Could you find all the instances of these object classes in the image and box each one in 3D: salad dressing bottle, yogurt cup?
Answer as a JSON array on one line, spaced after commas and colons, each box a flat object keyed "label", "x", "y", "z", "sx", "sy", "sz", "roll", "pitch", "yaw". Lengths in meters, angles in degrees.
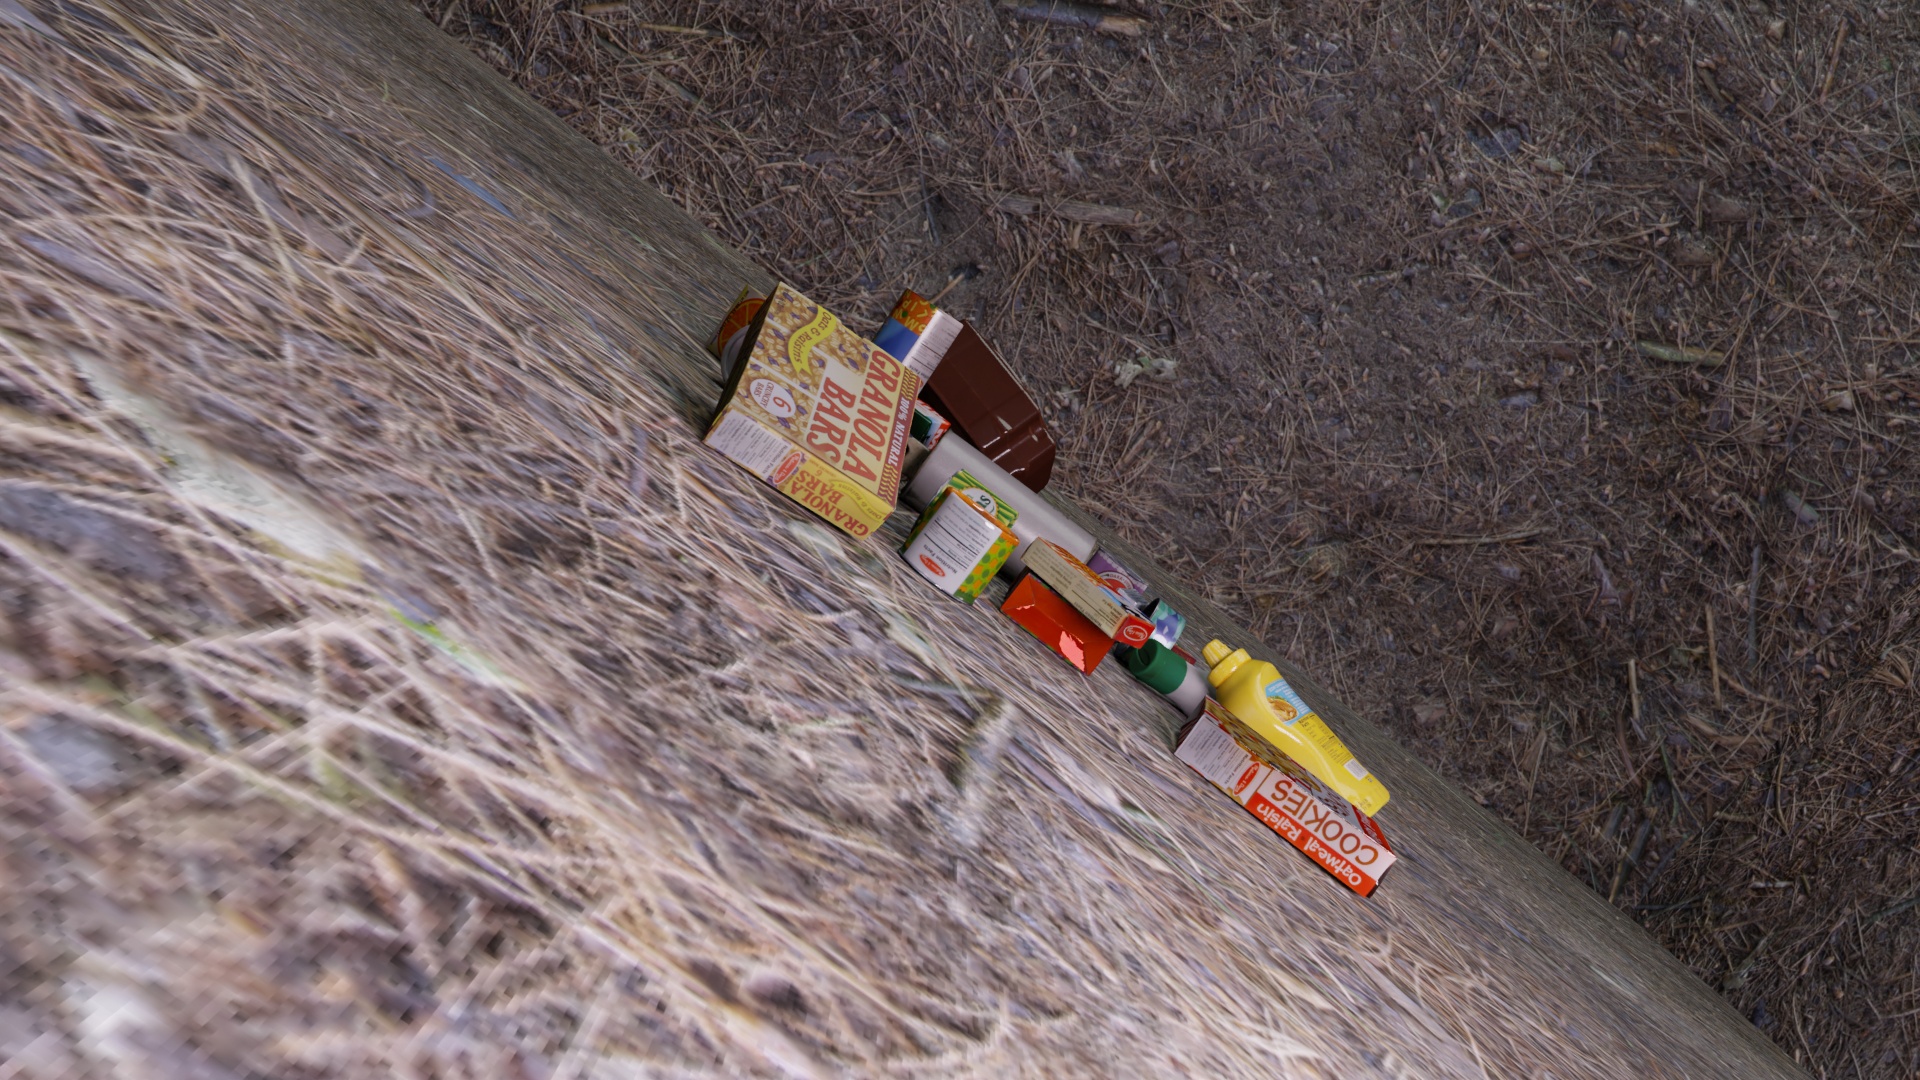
[{"label": "salad dressing bottle", "x": 0.211, "y": 0.136, "z": 1.224, "sx": 0.147, "sy": 0.044, "sz": 0.064, "roll": 33, "pitch": 17, "yaw": -26}, {"label": "yogurt cup", "x": -0.159, "y": -0.141, "z": 1.138, "sx": 0.072, "sy": 0.072, "sz": 0.054, "roll": 37, "pitch": -2, "yaw": -2}]

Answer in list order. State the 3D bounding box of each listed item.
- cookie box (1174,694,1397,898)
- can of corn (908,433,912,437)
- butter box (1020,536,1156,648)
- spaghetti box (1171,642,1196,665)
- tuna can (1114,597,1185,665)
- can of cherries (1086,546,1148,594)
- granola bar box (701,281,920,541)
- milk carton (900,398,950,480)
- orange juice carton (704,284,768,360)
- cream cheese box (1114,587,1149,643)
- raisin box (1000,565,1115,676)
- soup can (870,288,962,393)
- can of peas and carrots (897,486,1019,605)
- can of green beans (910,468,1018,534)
[{"label": "cookie box", "x": 0.240, "y": 0.188, "z": 1.039, "sx": 0.167, "sy": 0.040, "sz": 0.123, "roll": 37, "pitch": 7, "yaw": 9}, {"label": "can of corn", "x": -0.083, "y": -0.081, "z": 1.133, "sx": 0.071, "sy": 0.058, "sz": 0.071, "roll": 36, "pitch": 6, "yaw": -4}, {"label": "butter box", "x": 0.095, "y": 0.038, "z": 1.042, "sx": 0.104, "sy": 0.024, "sz": 0.053, "roll": 41, "pitch": 9, "yaw": 33}, {"label": "spaghetti box", "x": 0.141, "y": 0.071, "z": 1.378, "sx": 0.250, "sy": 0.028, "sz": 0.050, "roll": 32, "pitch": 9, "yaw": -34}, {"label": "tuna can", "x": 0.172, "y": 0.089, "z": 1.263, "sx": 0.033, "sy": 0.071, "sz": 0.071, "roll": 38, "pitch": 6, "yaw": -1}, {"label": "can of cherries", "x": 0.156, "y": 0.050, "z": 1.472, "sx": 0.071, "sy": 0.058, "sz": 0.071, "roll": 38, "pitch": 6, "yaw": -5}, {"label": "granola bar box", "x": -0.093, "y": -0.090, "z": 0.927, "sx": 0.124, "sy": 0.039, "sz": 0.166, "roll": 33, "pitch": 33, "yaw": -18}, {"label": "milk carton", "x": -0.064, "y": -0.107, "z": 1.355, "sx": 0.073, "sy": 0.072, "sz": 0.191, "roll": 37, "pitch": 8, "yaw": 3}, {"label": "orange juice carton", "x": -0.136, "y": -0.145, "z": 1.237, "sx": 0.193, "sy": 0.071, "sz": 0.073, "roll": 41, "pitch": 8, "yaw": 34}, {"label": "cream cheese box", "x": 0.146, "y": 0.071, "z": 1.297, "sx": 0.024, "sy": 0.053, "sz": 0.104, "roll": 40, "pitch": 7, "yaw": 13}, {"label": "raisin box", "x": 0.079, "y": 0.058, "z": 1.100, "sx": 0.086, "sy": 0.040, "sz": 0.123, "roll": 36, "pitch": 8, "yaw": 1}, {"label": "soup can", "x": -0.049, "y": -0.189, "z": 1.320, "sx": 0.071, "sy": 0.083, "sz": 0.071, "roll": 33, "pitch": 7, "yaw": -4}, {"label": "can of peas and carrots", "x": 0.000, "y": 0.003, "z": 0.982, "sx": 0.071, "sy": 0.058, "sz": 0.071, "roll": 37, "pitch": 7, "yaw": -5}, {"label": "can of green beans", "x": 0.004, "y": -0.013, "z": 1.083, "sx": 0.058, "sy": 0.071, "sz": 0.071, "roll": 38, "pitch": 6, "yaw": 7}]
